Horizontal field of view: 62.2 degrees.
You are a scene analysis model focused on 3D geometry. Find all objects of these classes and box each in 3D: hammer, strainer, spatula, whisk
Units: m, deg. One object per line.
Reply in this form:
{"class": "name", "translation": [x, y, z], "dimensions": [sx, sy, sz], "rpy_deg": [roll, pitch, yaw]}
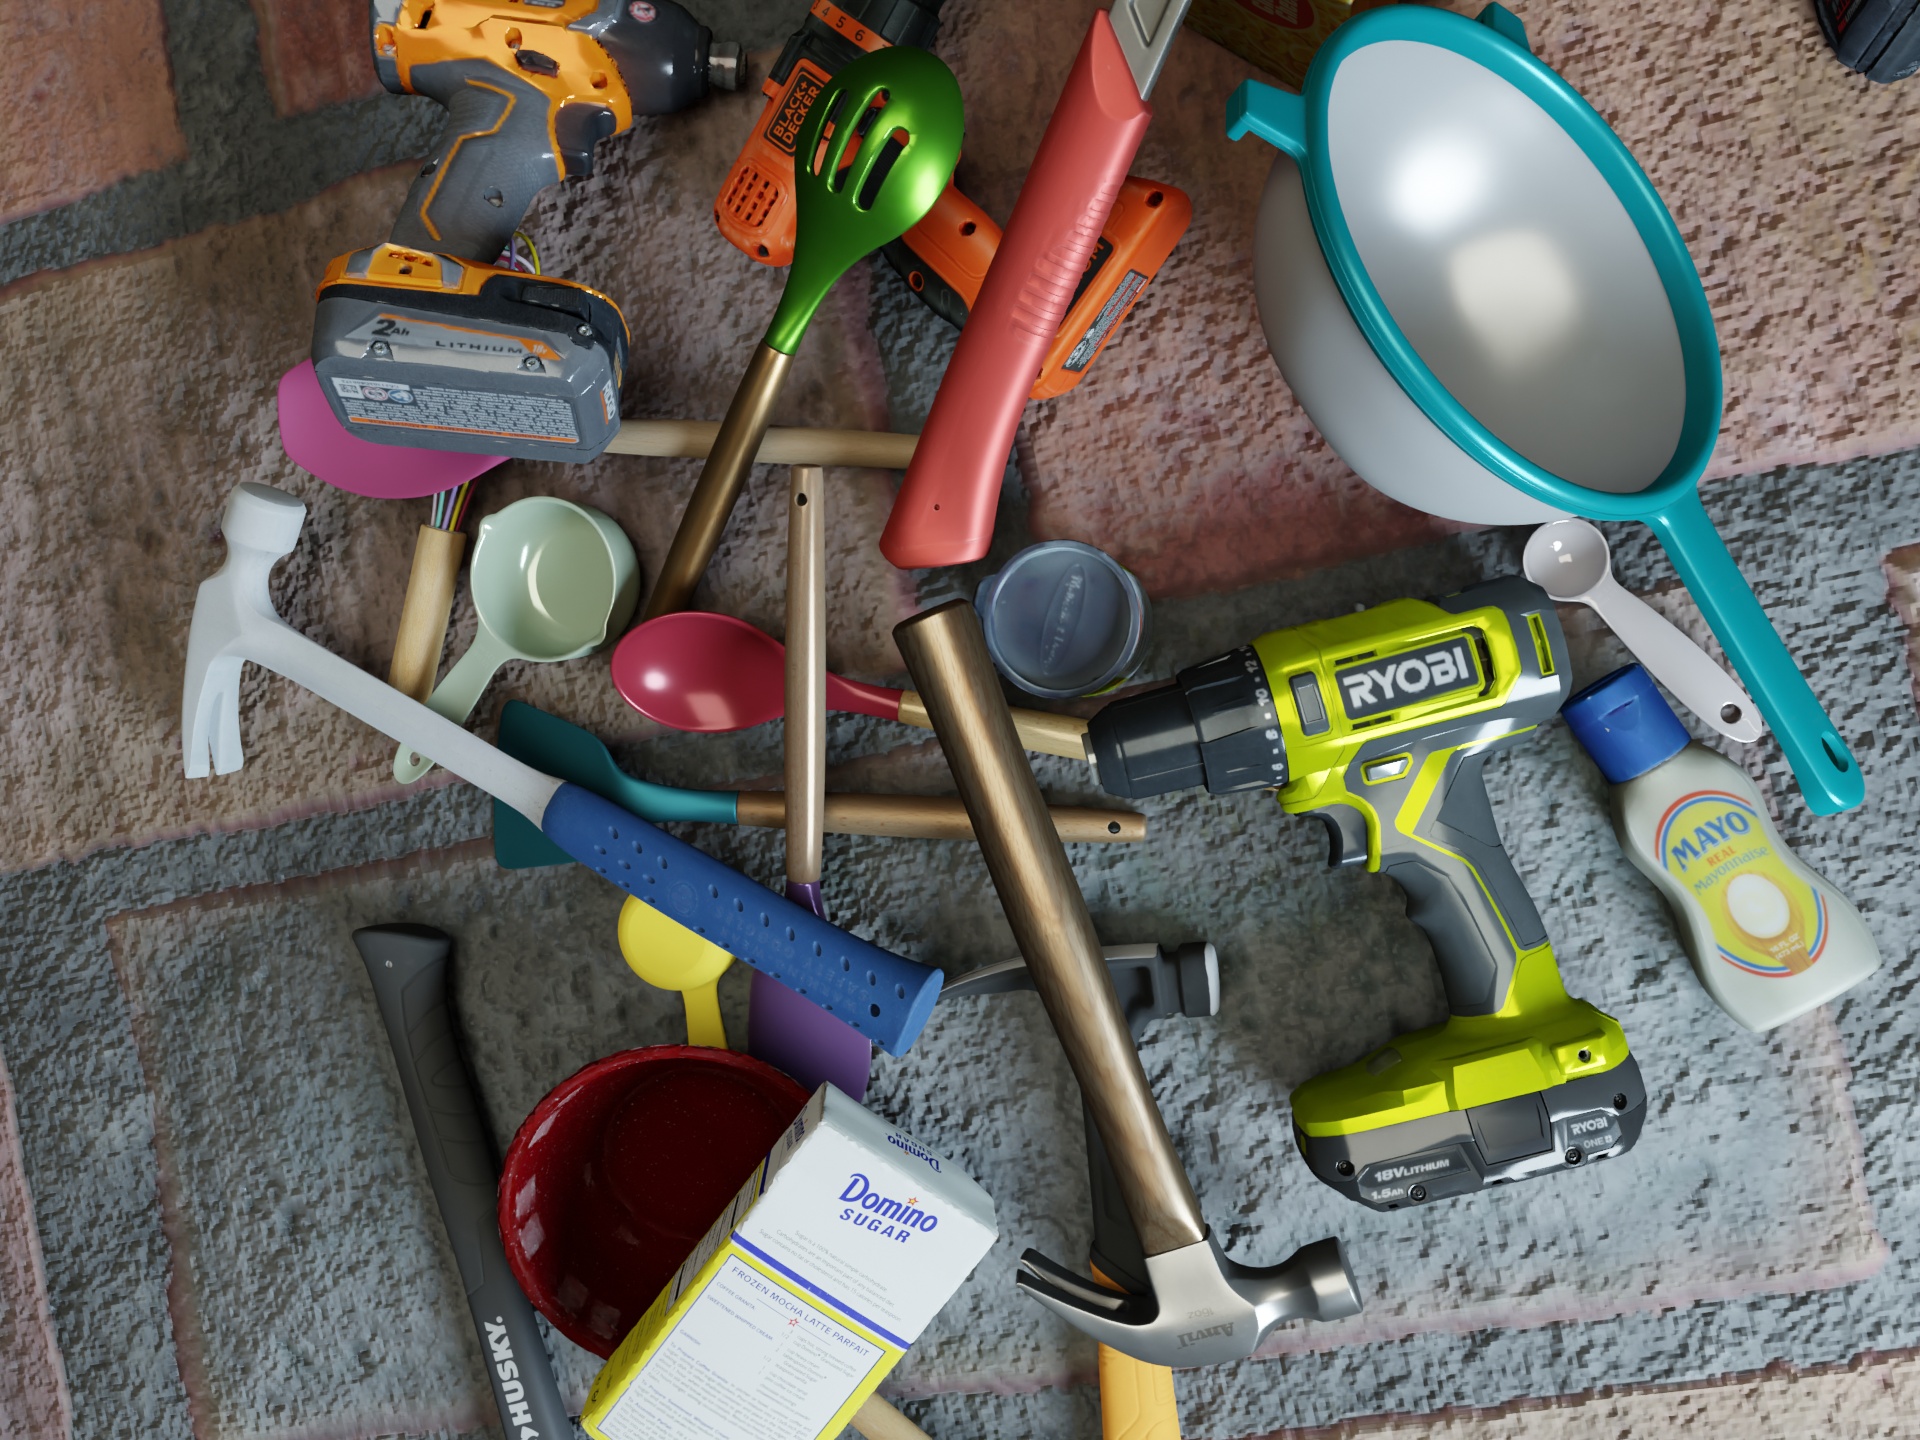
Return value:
{"class": "hammer", "translation": [-0.192, 0.039, 0.717], "dimensions": [0.405, 0.035, 0.144], "rpy_deg": [27, 105, 15]}
{"class": "hammer", "translation": [0.039, -0.218, 0.604], "dimensions": [0.149, 0.037, 0.359], "rpy_deg": [32, 119, 12]}
{"class": "hammer", "translation": [-0.233, 0.258, 0.765], "dimensions": [0.146, 0.035, 0.335], "rpy_deg": [-18, 87, 12]}
{"class": "hammer", "translation": [0.067, 0.268, 0.699], "dimensions": [0.127, 0.034, 0.337], "rpy_deg": [-7, 90, 12]}
{"class": "hammer", "translation": [0.045, 0.110, 0.656], "dimensions": [0.130, 0.031, 0.331], "rpy_deg": [-22, 91, 12]}
{"class": "strainer", "translation": [0.218, -0.102, 0.611], "dimensions": [0.340, 0.211, 0.095], "rpy_deg": [58, 143, 0]}
{"class": "spatula", "translation": [-0.073, 0.039, 0.733], "dimensions": [0.317, 0.044, 0.082], "rpy_deg": [3, 91, 8]}
{"class": "whisk", "translation": [-0.240, -0.112, 0.757], "dimensions": [0.047, 0.051, 0.245], "rpy_deg": [16, 98, 6]}
{"class": "spatula", "translation": [-0.067, 0.046, 0.701], "dimensions": [0.060, 0.018, 0.315], "rpy_deg": [5, 107, 12]}

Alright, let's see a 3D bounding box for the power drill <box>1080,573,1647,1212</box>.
{"class": "power drill", "translation": [0.164, 0.070, 0.642], "dimensions": [0.190, 0.080, 0.228], "rpy_deg": [-15, 88, 4]}

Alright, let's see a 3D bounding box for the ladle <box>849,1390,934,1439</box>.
{"class": "ladle", "translation": [0.004, 0.347, 0.681], "dimensions": [0.320, 0.062, 0.078], "rpy_deg": [32, 124, 22]}

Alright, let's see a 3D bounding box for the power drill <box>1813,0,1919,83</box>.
{"class": "power drill", "translation": [0.290, -0.337, 0.618], "dimensions": [0.227, 0.080, 0.188], "rpy_deg": [34, 98, 13]}

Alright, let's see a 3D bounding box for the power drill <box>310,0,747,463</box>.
{"class": "power drill", "translation": [-0.183, -0.230, 0.691], "dimensions": [0.164, 0.084, 0.227], "rpy_deg": [5, 69, -5]}

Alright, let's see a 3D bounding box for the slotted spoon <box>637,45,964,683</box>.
{"class": "slotted spoon", "translation": [-0.086, -0.137, 0.684], "dimensions": [0.070, 0.031, 0.313], "rpy_deg": [37, 117, 16]}

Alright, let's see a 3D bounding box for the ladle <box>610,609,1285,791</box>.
{"class": "ladle", "translation": [-0.001, -0.002, 0.707], "dimensions": [0.315, 0.031, 0.069], "rpy_deg": [11, 130, 8]}

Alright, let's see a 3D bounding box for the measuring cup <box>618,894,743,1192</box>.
{"class": "measuring cup", "translation": [-0.124, 0.146, 0.741], "dimensions": [0.062, 0.029, 0.156], "rpy_deg": [-9, 90, 13]}

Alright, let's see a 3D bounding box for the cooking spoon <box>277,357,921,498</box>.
{"class": "cooking spoon", "translation": [-0.152, -0.129, 0.721], "dimensions": [0.319, 0.017, 0.068], "rpy_deg": [4, 107, 2]}

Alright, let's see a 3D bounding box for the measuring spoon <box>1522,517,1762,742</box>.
{"class": "measuring spoon", "translation": [0.282, -0.036, 0.658], "dimensions": [0.124, 0.018, 0.034], "rpy_deg": [44, 98, 2]}

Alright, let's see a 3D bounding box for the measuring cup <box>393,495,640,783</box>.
{"class": "measuring cup", "translation": [-0.215, -0.033, 0.757], "dimensions": [0.083, 0.038, 0.167], "rpy_deg": [44, 107, 9]}
